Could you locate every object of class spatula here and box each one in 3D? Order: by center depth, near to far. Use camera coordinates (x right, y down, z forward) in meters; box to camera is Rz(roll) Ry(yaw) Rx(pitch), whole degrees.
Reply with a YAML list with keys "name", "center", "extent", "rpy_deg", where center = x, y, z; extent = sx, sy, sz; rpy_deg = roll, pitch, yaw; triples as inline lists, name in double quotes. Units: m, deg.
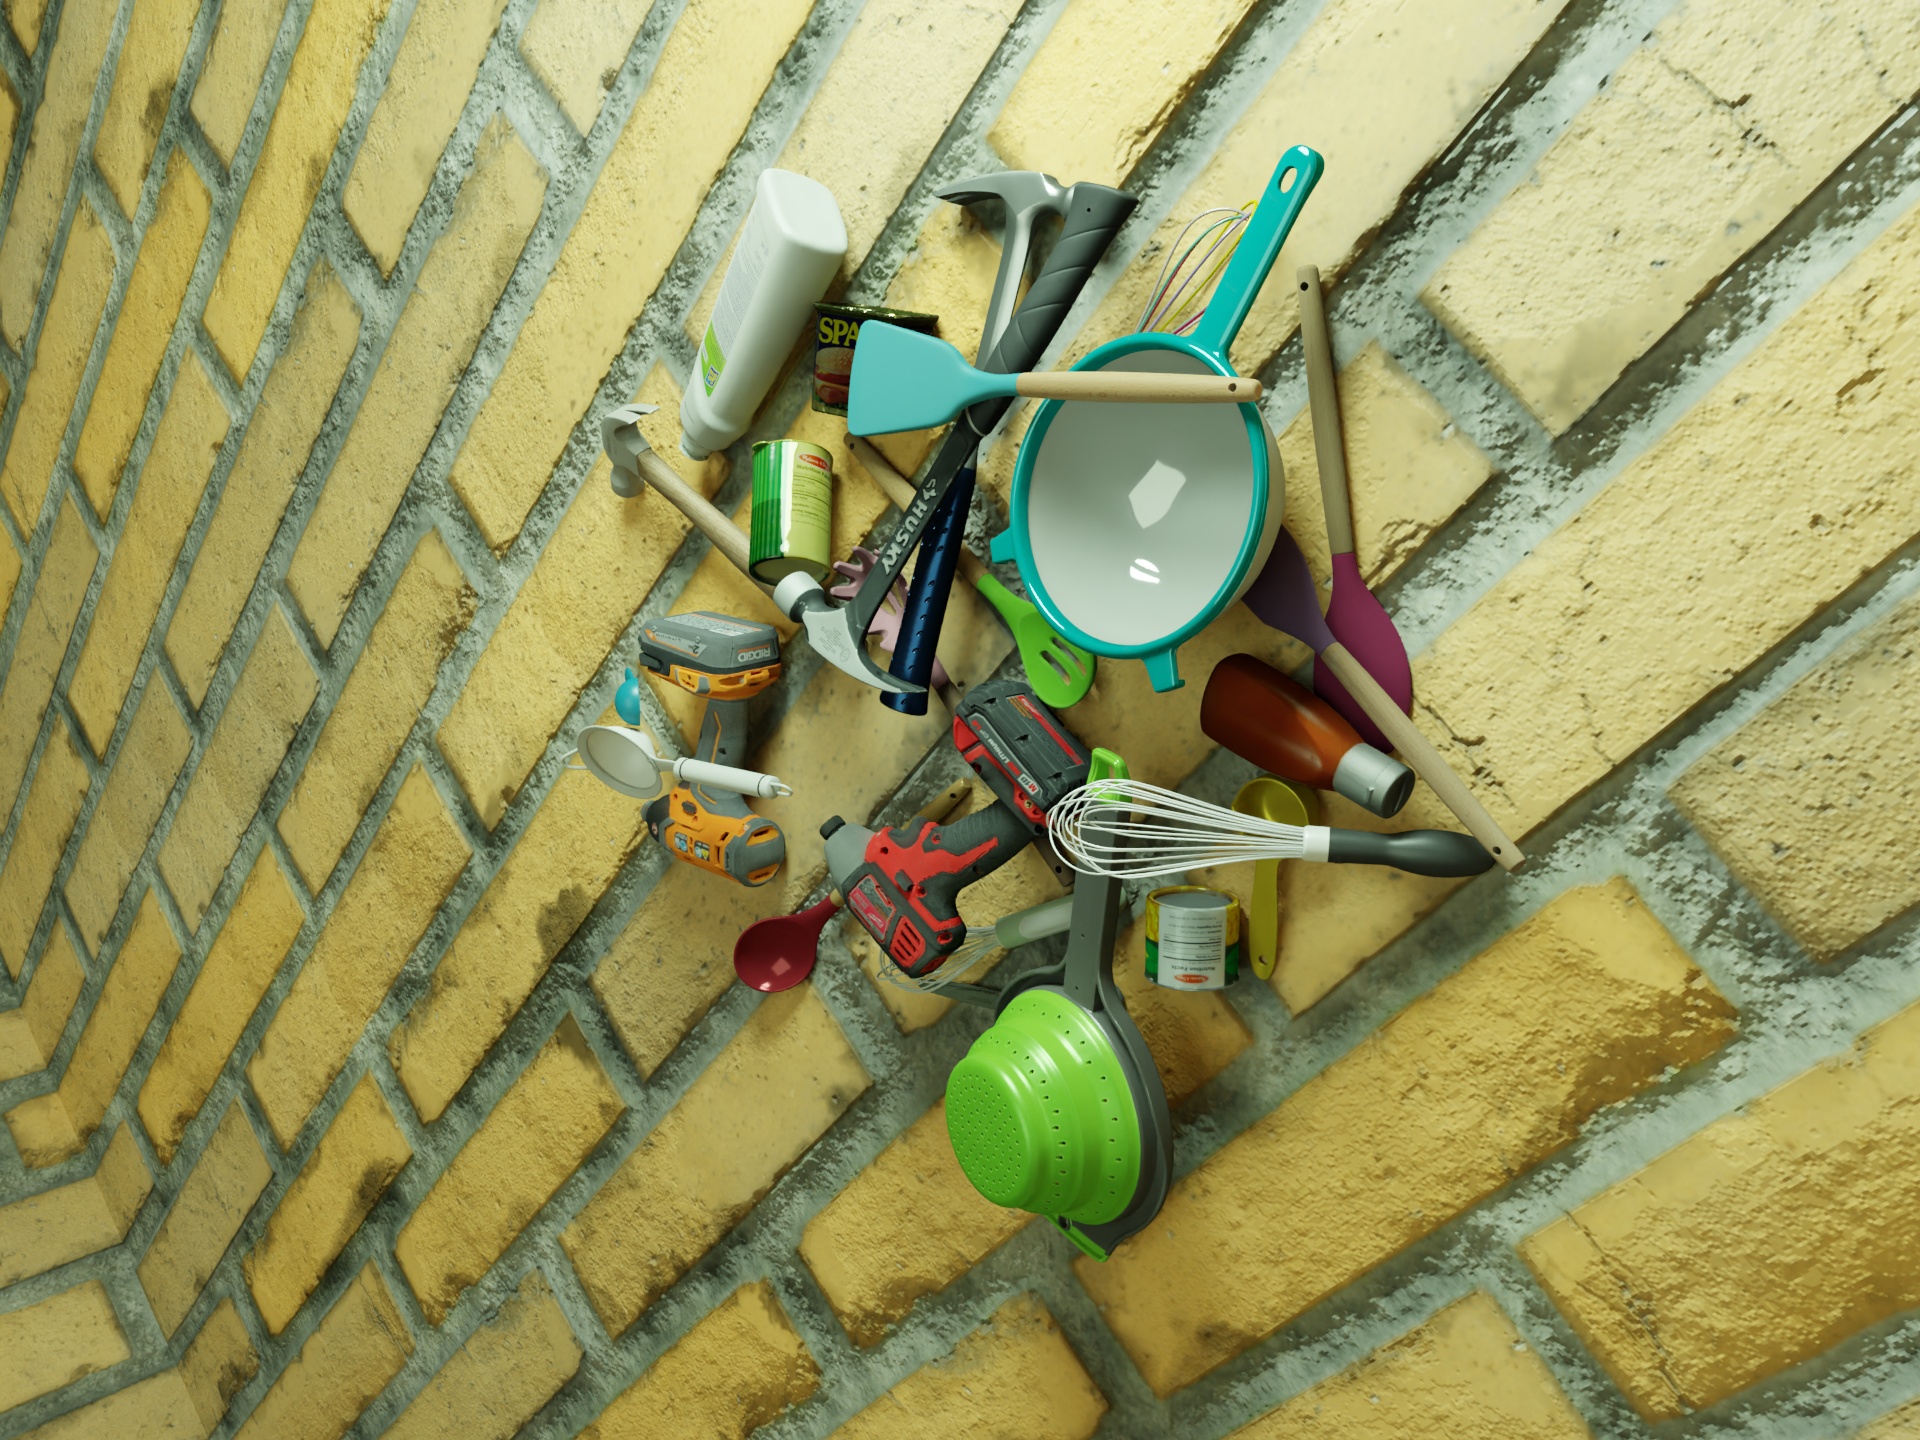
- name: "spatula"
  center: [0.252, -0.028, 1.011]
  extent: [0.316, 0.018, 0.059]
  rpy_deg: [57, 131, 30]
- name: "spatula"
  center: [0.054, -0.220, 1.042]
  extent: [0.318, 0.044, 0.082]
  rpy_deg: [11, 95, 41]

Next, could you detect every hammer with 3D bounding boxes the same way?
- name: "hammer"
  center: [0.005, -0.198, 1.137]
  extent: [0.149, 0.036, 0.408]
  rpy_deg: [46, 118, 25]
- name: "hammer"
  center: [0.000, -0.203, 1.185]
  extent: [0.144, 0.035, 0.405]
  rpy_deg: [25, 107, 35]
- name: "hammer"
  center: [-0.198, -0.157, 1.362]
  extent: [0.331, 0.031, 0.130]
  rpy_deg: [42, 153, 20]

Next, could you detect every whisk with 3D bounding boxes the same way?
- name: "whisk"
  center: [0.196, 0.077, 1.024]
  extent: [0.284, 0.070, 0.070]
  rpy_deg: [4, 102, 11]
- name: "whisk"
  center: [0.128, -0.260, 1.094]
  extent: [0.245, 0.051, 0.047]
  rpy_deg: [-47, 47, 39]
- name: "whisk"
  center: [0.028, 0.168, 1.244]
  extent: [0.246, 0.059, 0.058]
  rpy_deg: [-23, 95, 35]

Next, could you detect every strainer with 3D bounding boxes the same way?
- name: "strainer"
  center: [0.164, -0.198, 1.036]
  extent: [0.211, 0.095, 0.340]
  rpy_deg: [42, 116, 37]
- name: "strainer"
  center: [-0.237, 0.040, 1.343]
  extent: [0.258, 0.050, 0.086]
  rpy_deg: [10, 137, 36]

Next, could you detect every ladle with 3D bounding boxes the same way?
- name: "ladle"
  center: [-0.091, 0.139, 1.348]
  extent: [0.069, 0.031, 0.315]
  rpy_deg: [41, 124, -9]

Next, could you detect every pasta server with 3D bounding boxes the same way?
- name: "pasta server"
  center: [-0.002, -0.004, 1.243]
  extent: [0.060, 0.040, 0.316]
  rpy_deg: [-39, 73, 22]

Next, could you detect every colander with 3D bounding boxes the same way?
- name: "colander"
  center: [0.060, 0.212, 1.132]
  extent: [0.205, 0.094, 0.397]
  rpy_deg: [29, 122, 49]

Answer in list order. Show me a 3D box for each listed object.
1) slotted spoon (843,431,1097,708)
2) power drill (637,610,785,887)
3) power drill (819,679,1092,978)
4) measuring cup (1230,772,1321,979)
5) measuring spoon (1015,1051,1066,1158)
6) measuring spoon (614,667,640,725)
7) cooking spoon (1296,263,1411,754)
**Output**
- name: "slotted spoon"
  center: [0.004, -0.126, 1.225]
  extent: [0.314, 0.031, 0.070]
  rpy_deg: [48, 124, 25]
- name: "power drill"
  center: [-0.230, 0.022, 1.412]
  extent: [0.164, 0.084, 0.226]
  rpy_deg: [14, 110, 39]
- name: "power drill"
  center: [-0.009, 0.077, 1.201]
  extent: [0.143, 0.078, 0.219]
  rpy_deg: [49, 114, 15]
- name: "measuring cup"
  center: [0.217, 0.107, 1.095]
  extent: [0.062, 0.029, 0.156]
  rpy_deg: [18, 121, 37]
- name: "measuring spoon"
  center: [0.066, 0.295, 1.258]
  extent: [0.124, 0.018, 0.034]
  rpy_deg: [53, 126, 29]
- name: "measuring spoon"
  center: [-0.300, -0.026, 1.414]
  extent: [0.129, 0.021, 0.042]
  rpy_deg: [-138, 46, -68]
- name: "cooking spoon"
  center: [0.243, -0.133, 1.028]
  extent: [0.069, 0.017, 0.319]
  rpy_deg: [-4, 96, 40]
